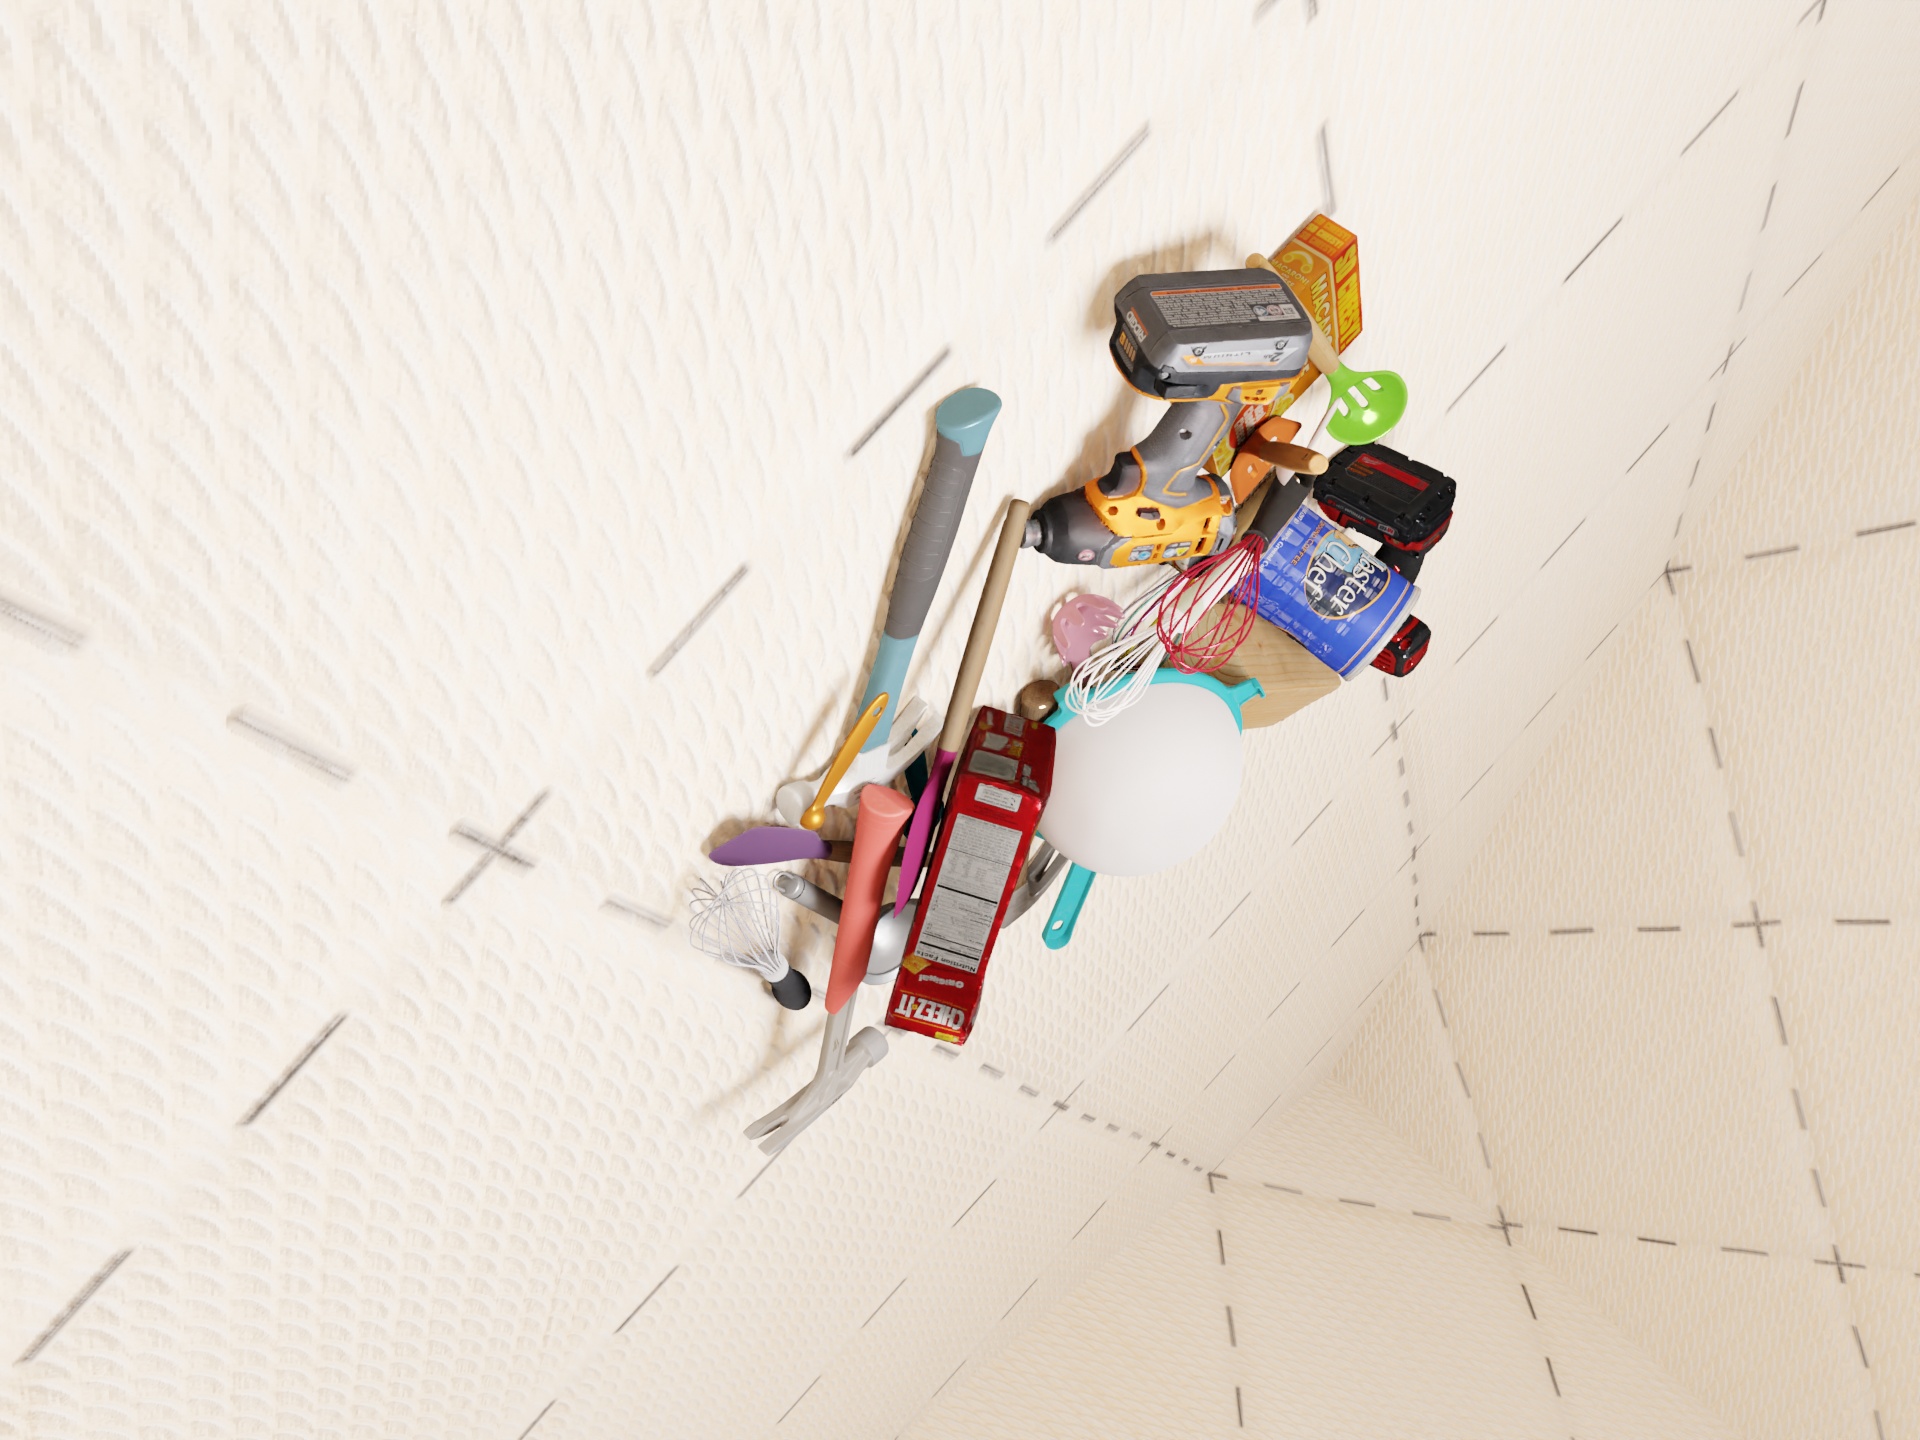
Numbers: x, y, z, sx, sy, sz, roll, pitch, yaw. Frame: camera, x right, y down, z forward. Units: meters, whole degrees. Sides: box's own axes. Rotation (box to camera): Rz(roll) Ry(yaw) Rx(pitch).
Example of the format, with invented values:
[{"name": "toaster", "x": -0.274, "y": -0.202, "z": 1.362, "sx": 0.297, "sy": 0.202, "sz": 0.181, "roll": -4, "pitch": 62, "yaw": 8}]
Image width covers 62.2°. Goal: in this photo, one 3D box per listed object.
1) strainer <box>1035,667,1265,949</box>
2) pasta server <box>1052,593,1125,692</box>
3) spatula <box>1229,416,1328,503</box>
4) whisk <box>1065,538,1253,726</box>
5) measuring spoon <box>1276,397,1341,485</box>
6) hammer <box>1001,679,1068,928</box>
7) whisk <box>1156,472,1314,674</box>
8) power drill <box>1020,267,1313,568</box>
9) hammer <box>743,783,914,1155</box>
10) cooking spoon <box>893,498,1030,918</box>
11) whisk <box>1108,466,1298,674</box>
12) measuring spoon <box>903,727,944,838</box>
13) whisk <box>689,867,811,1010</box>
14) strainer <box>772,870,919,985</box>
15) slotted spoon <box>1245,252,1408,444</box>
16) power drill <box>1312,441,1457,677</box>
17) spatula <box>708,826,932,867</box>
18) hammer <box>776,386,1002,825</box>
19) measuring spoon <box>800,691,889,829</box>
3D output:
[{"name": "strainer", "x": 0.139, "y": 0.110, "z": 1.368, "sx": 0.211, "sy": 0.095, "sz": 0.340, "roll": -2, "pitch": 133, "yaw": -23}, {"name": "pasta server", "x": 0.110, "y": -0.019, "z": 1.357, "sx": 0.060, "sy": 0.040, "sz": 0.316, "roll": -35, "pitch": 153, "yaw": -11}, {"name": "spatula", "x": 0.230, "y": -0.184, "z": 1.127, "sx": 0.081, "sy": 0.041, "sz": 0.323, "roll": -52, "pitch": -174, "yaw": 11}, {"name": "whisk", "x": 0.168, "y": -0.076, "z": 1.272, "sx": 0.246, "sy": 0.059, "sz": 0.057, "roll": -42, "pitch": 129, "yaw": -30}, {"name": "measuring spoon", "x": 0.273, "y": -0.225, "z": 1.256, "sx": 0.034, "sy": 0.018, "sz": 0.124, "roll": -52, "pitch": 173, "yaw": -19}, {"name": "hammer", "x": 0.058, "y": 0.081, "z": 1.418, "sx": 0.130, "sy": 0.031, "sz": 0.331, "roll": -34, "pitch": 150, "yaw": -28}, {"name": "whisk", "x": 0.227, "y": -0.133, "z": 1.266, "sx": 0.296, "sy": 0.073, "sz": 0.073, "roll": -52, "pitch": 162, "yaw": -42}, {"name": "power drill", "x": 0.129, "y": -0.190, "z": 1.078, "sx": 0.164, "sy": 0.084, "sz": 0.226, "roll": -9, "pitch": 145, "yaw": -20}, {"name": "hammer", "x": -0.092, "y": 0.191, "z": 1.233, "sx": 0.149, "sy": 0.037, "sz": 0.358, "roll": -34, "pitch": 149, "yaw": -40}, {"name": "cooking spoon", "x": -0.002, "y": -0.004, "z": 1.130, "sx": 0.069, "sy": 0.017, "sz": 0.318, "roll": -54, "pitch": 161, "yaw": -73}, {"name": "whisk", "x": 0.209, "y": -0.130, "z": 1.359, "sx": 0.245, "sy": 0.051, "sz": 0.047, "roll": -48, "pitch": 149, "yaw": -9}, {"name": "measuring spoon", "x": -0.039, "y": 0.045, "z": 1.242, "sx": 0.042, "sy": 0.021, "sz": 0.128, "roll": -37, "pitch": 143, "yaw": -25}, {"name": "whisk", "x": -0.150, "y": 0.177, "z": 1.202, "sx": 0.070, "sy": 0.070, "sz": 0.284, "roll": -43, "pitch": 158, "yaw": -13}, {"name": "strainer", "x": -0.087, "y": 0.159, "z": 1.288, "sx": 0.087, "sy": 0.050, "sz": 0.258, "roll": -53, "pitch": 149, "yaw": -3}, {"name": "slotted spoon", "x": 0.266, "y": -0.273, "z": 1.171, "sx": 0.070, "sy": 0.031, "sz": 0.313, "roll": -37, "pitch": 155, "yaw": 18}, {"name": "power drill", "x": 0.385, "y": -0.150, "z": 1.510, "sx": 0.078, "sy": 0.143, "sz": 0.219, "roll": -40, "pitch": 147, "yaw": -27}, {"name": "spatula", "x": -0.093, "y": 0.101, "z": 1.220, "sx": 0.060, "sy": 0.018, "sz": 0.315, "roll": -30, "pitch": 162, "yaw": 20}, {"name": "hammer", "x": -0.036, "y": -0.071, "z": 1.061, "sx": 0.128, "sy": 0.033, "sz": 0.330, "roll": -23, "pitch": 144, "yaw": -42}, {"name": "measuring spoon", "x": -0.077, "y": 0.030, "z": 1.084, "sx": 0.021, "sy": 0.011, "sz": 0.117, "roll": 1, "pitch": 126, "yaw": -56}]
